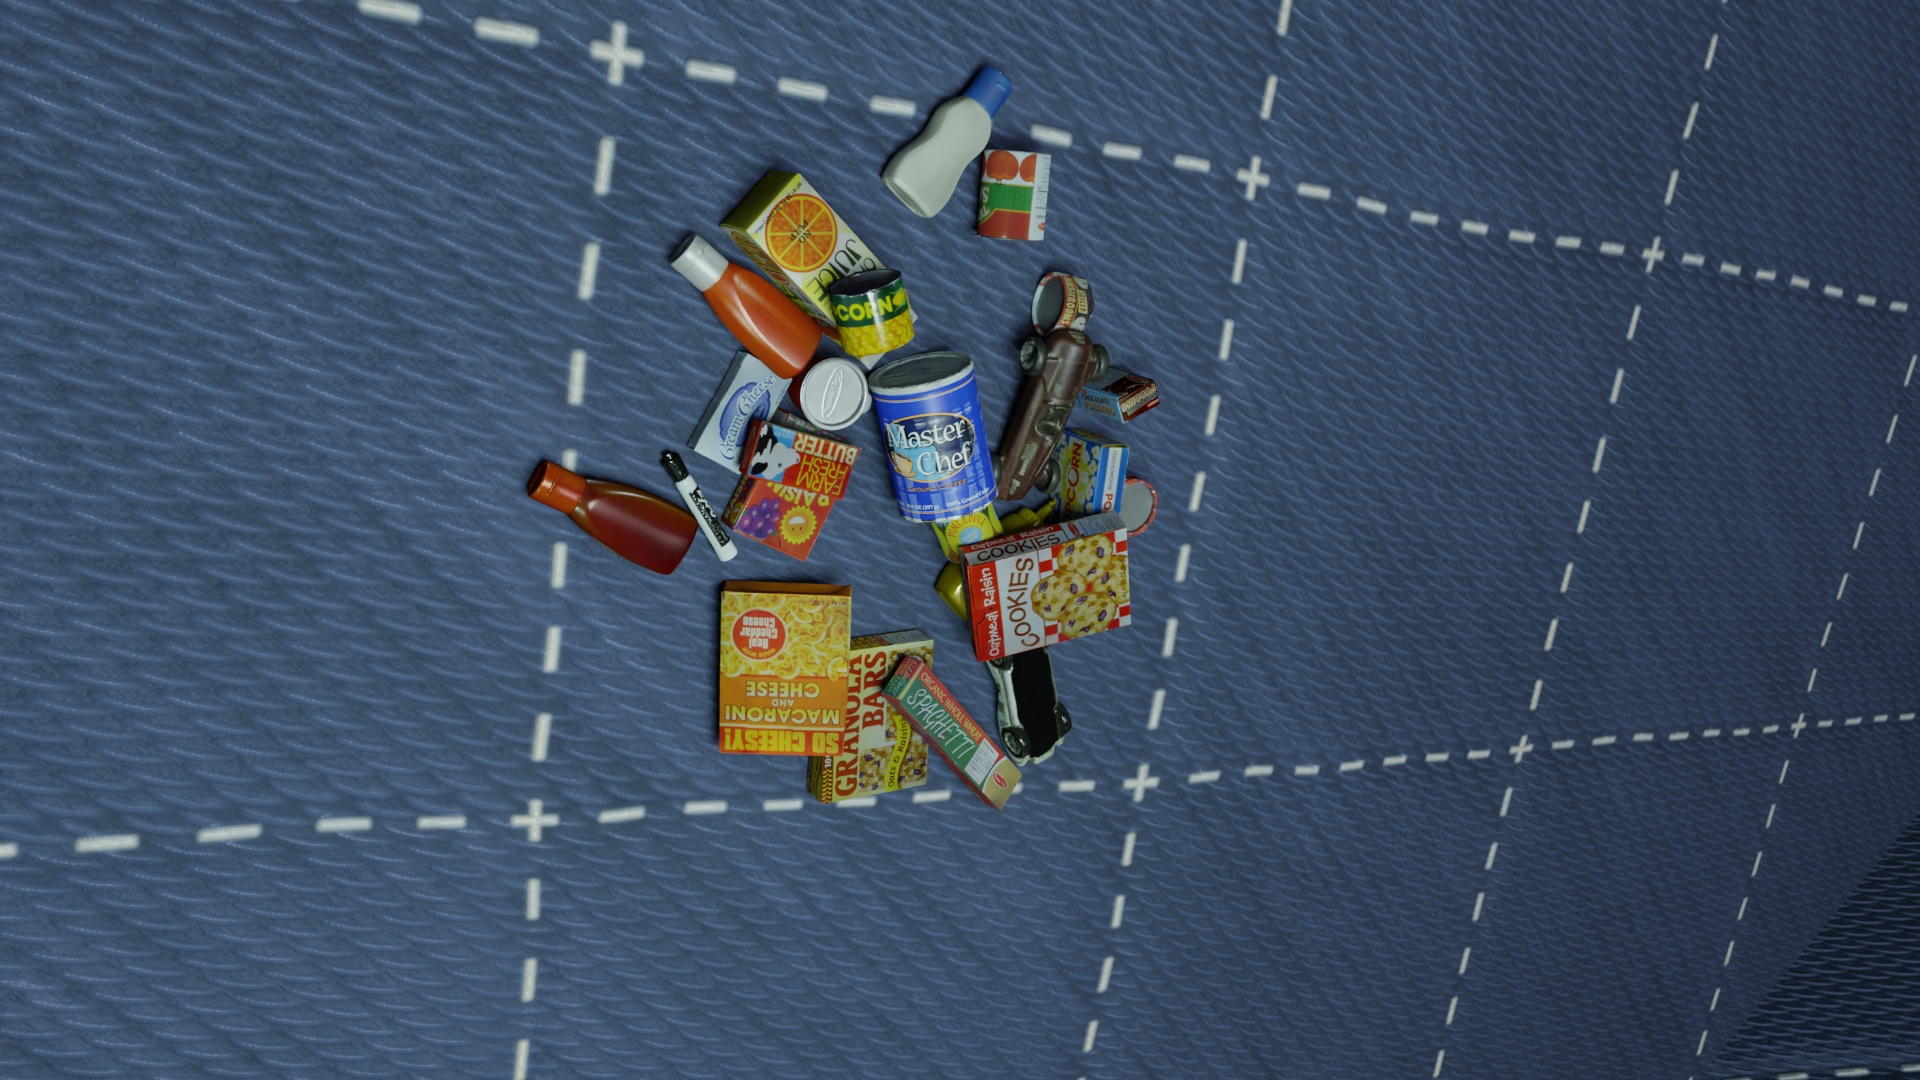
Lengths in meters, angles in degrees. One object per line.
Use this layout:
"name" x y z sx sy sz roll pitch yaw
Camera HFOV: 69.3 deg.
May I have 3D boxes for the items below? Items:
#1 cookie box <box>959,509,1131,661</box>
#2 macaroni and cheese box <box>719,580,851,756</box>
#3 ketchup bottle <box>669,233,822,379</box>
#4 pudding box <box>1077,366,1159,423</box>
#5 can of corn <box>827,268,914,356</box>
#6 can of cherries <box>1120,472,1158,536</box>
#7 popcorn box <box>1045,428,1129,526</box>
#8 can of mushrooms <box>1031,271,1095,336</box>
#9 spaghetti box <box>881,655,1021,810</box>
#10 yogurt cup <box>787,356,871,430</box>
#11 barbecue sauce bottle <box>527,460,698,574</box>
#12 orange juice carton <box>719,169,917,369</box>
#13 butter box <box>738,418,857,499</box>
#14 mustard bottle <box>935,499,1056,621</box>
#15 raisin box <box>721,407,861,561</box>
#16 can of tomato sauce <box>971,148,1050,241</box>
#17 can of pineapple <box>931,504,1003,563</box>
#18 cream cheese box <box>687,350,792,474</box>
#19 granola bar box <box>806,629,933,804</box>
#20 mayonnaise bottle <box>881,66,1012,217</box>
"cookie box" 0.088 0.047 1.413 0.168 0.040 0.122 -13 124 -10
"macaroni and cheese box" -0.170 0.124 1.350 0.124 0.040 0.166 3 106 -4
"ketchup bottle" -0.193 -0.214 1.250 0.148 0.043 0.065 41 50 -28
"pudding box" 0.163 -0.153 1.453 0.050 0.084 0.030 -28 118 -19
"can of corn" -0.078 -0.200 1.221 0.071 0.071 0.058 -24 118 -21
"can of cherries" 0.174 -0.044 1.508 0.072 0.058 0.071 -9 110 -26
"popcorn box" 0.132 -0.049 1.467 0.038 0.085 0.126 -1 106 -30
"can of mushrooms" 0.103 -0.237 1.400 0.033 0.071 0.071 7 102 -29
"spaghetti box" -0.006 0.206 1.465 0.050 0.029 0.249 -56 137 -19
"yogurt cup" -0.128 -0.142 1.308 0.072 0.054 0.072 -9 110 -27
"barbecue sauce bottle" -0.313 -0.025 1.247 0.148 0.044 0.065 29 91 -32
"orange juice carton" -0.121 -0.243 1.269 0.072 0.073 0.192 -50 123 -7
"butter box" -0.149 -0.075 1.288 0.103 0.024 0.053 14 97 -32
"mustard bottle" 0.046 0.012 1.459 0.160 0.049 0.065 -46 123 -9
"raisin box" -0.161 -0.053 1.326 0.086 0.040 0.123 26 93 -34
"can of tomato sauce" 0.049 -0.334 1.343 0.071 0.071 0.082 -3 107 -29
"can of pineapple" 0.005 -0.018 1.414 0.071 0.071 0.057 -33 119 -17
"cream cheese box" -0.205 -0.119 1.290 0.053 0.024 0.104 29 90 -32
"granola bar box" -0.094 0.181 1.438 0.124 0.039 0.165 -6 108 -29
"mayonnaise bottle" -0.008 -0.379 1.311 0.064 0.041 0.148 41 82 -34
